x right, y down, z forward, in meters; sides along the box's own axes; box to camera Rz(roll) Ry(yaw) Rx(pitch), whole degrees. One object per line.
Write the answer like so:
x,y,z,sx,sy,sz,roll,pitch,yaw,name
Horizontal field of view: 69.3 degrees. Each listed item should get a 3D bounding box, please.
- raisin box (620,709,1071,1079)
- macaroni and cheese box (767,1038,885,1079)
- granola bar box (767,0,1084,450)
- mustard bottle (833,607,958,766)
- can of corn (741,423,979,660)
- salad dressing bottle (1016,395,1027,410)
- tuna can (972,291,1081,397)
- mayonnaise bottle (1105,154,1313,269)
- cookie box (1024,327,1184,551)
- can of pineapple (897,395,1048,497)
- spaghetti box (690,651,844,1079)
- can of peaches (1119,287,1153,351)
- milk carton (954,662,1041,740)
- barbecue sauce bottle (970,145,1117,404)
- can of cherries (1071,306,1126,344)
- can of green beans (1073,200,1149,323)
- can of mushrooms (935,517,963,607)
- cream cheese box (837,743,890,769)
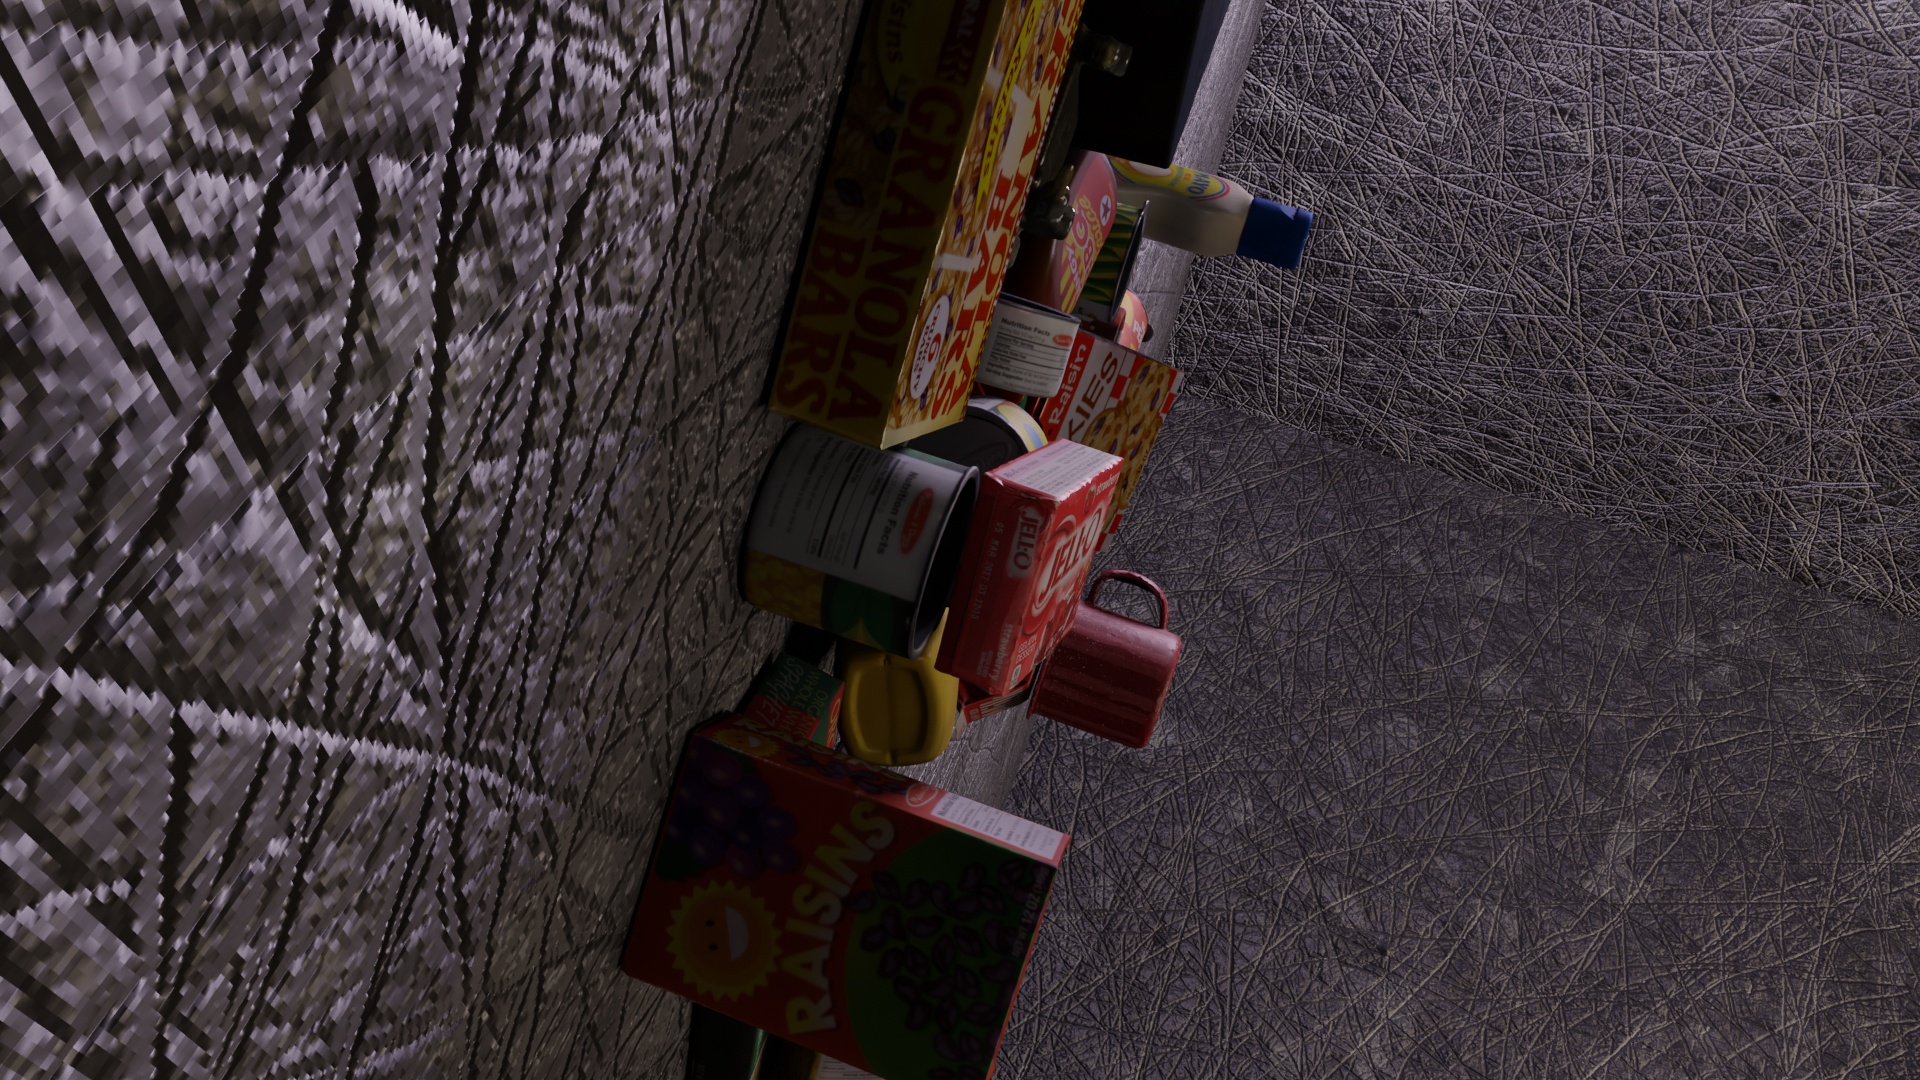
-0.037,0.116,0.448,0.040,0.123,0.086,-15,123,-79,raisin box
-0.065,0.234,0.668,0.124,0.040,0.165,-107,-153,-59,macaroni and cheese box
-0.006,-0.118,0.440,0.124,0.039,0.165,-37,144,-76,granola bar box
-0.023,0.037,0.597,0.161,0.049,0.065,-83,172,-70,mustard bottle
-0.032,0.000,0.455,0.071,0.058,0.071,15,93,-82,can of corn
0.002,-0.009,0.698,0.044,0.064,0.147,12,-88,57,salad dressing bottle
0.009,-0.082,0.545,0.071,0.071,0.032,-40,149,-76,tuna can
0.139,-0.205,0.853,0.065,0.148,0.041,-63,169,-49,mayonnaise bottle
0.061,-0.058,0.795,0.167,0.040,0.122,5,110,-61,cookie box
0.006,-0.028,0.619,0.058,0.071,0.070,-44,151,-75,can of pineapple
-0.083,0.153,0.564,0.050,0.029,0.248,-63,169,-52,spaghetti box
0.097,-0.143,0.992,0.070,0.071,0.058,99,13,-49,can of peaches
0.030,0.040,0.930,0.072,0.073,0.191,82,27,-74,milk carton
0.037,-0.130,0.687,0.064,0.044,0.149,71,35,-49,barbecue sauce bottle
0.068,-0.123,0.879,0.071,0.058,0.071,15,93,-83,can of cherries
0.068,-0.162,0.784,0.071,0.058,0.071,16,93,-82,can of green beans
-0.018,0.001,0.521,0.071,0.071,0.033,-8,117,-82,can of mushrooms
-0.058,0.144,0.733,0.053,0.024,0.103,-56,163,-59,cream cheese box
